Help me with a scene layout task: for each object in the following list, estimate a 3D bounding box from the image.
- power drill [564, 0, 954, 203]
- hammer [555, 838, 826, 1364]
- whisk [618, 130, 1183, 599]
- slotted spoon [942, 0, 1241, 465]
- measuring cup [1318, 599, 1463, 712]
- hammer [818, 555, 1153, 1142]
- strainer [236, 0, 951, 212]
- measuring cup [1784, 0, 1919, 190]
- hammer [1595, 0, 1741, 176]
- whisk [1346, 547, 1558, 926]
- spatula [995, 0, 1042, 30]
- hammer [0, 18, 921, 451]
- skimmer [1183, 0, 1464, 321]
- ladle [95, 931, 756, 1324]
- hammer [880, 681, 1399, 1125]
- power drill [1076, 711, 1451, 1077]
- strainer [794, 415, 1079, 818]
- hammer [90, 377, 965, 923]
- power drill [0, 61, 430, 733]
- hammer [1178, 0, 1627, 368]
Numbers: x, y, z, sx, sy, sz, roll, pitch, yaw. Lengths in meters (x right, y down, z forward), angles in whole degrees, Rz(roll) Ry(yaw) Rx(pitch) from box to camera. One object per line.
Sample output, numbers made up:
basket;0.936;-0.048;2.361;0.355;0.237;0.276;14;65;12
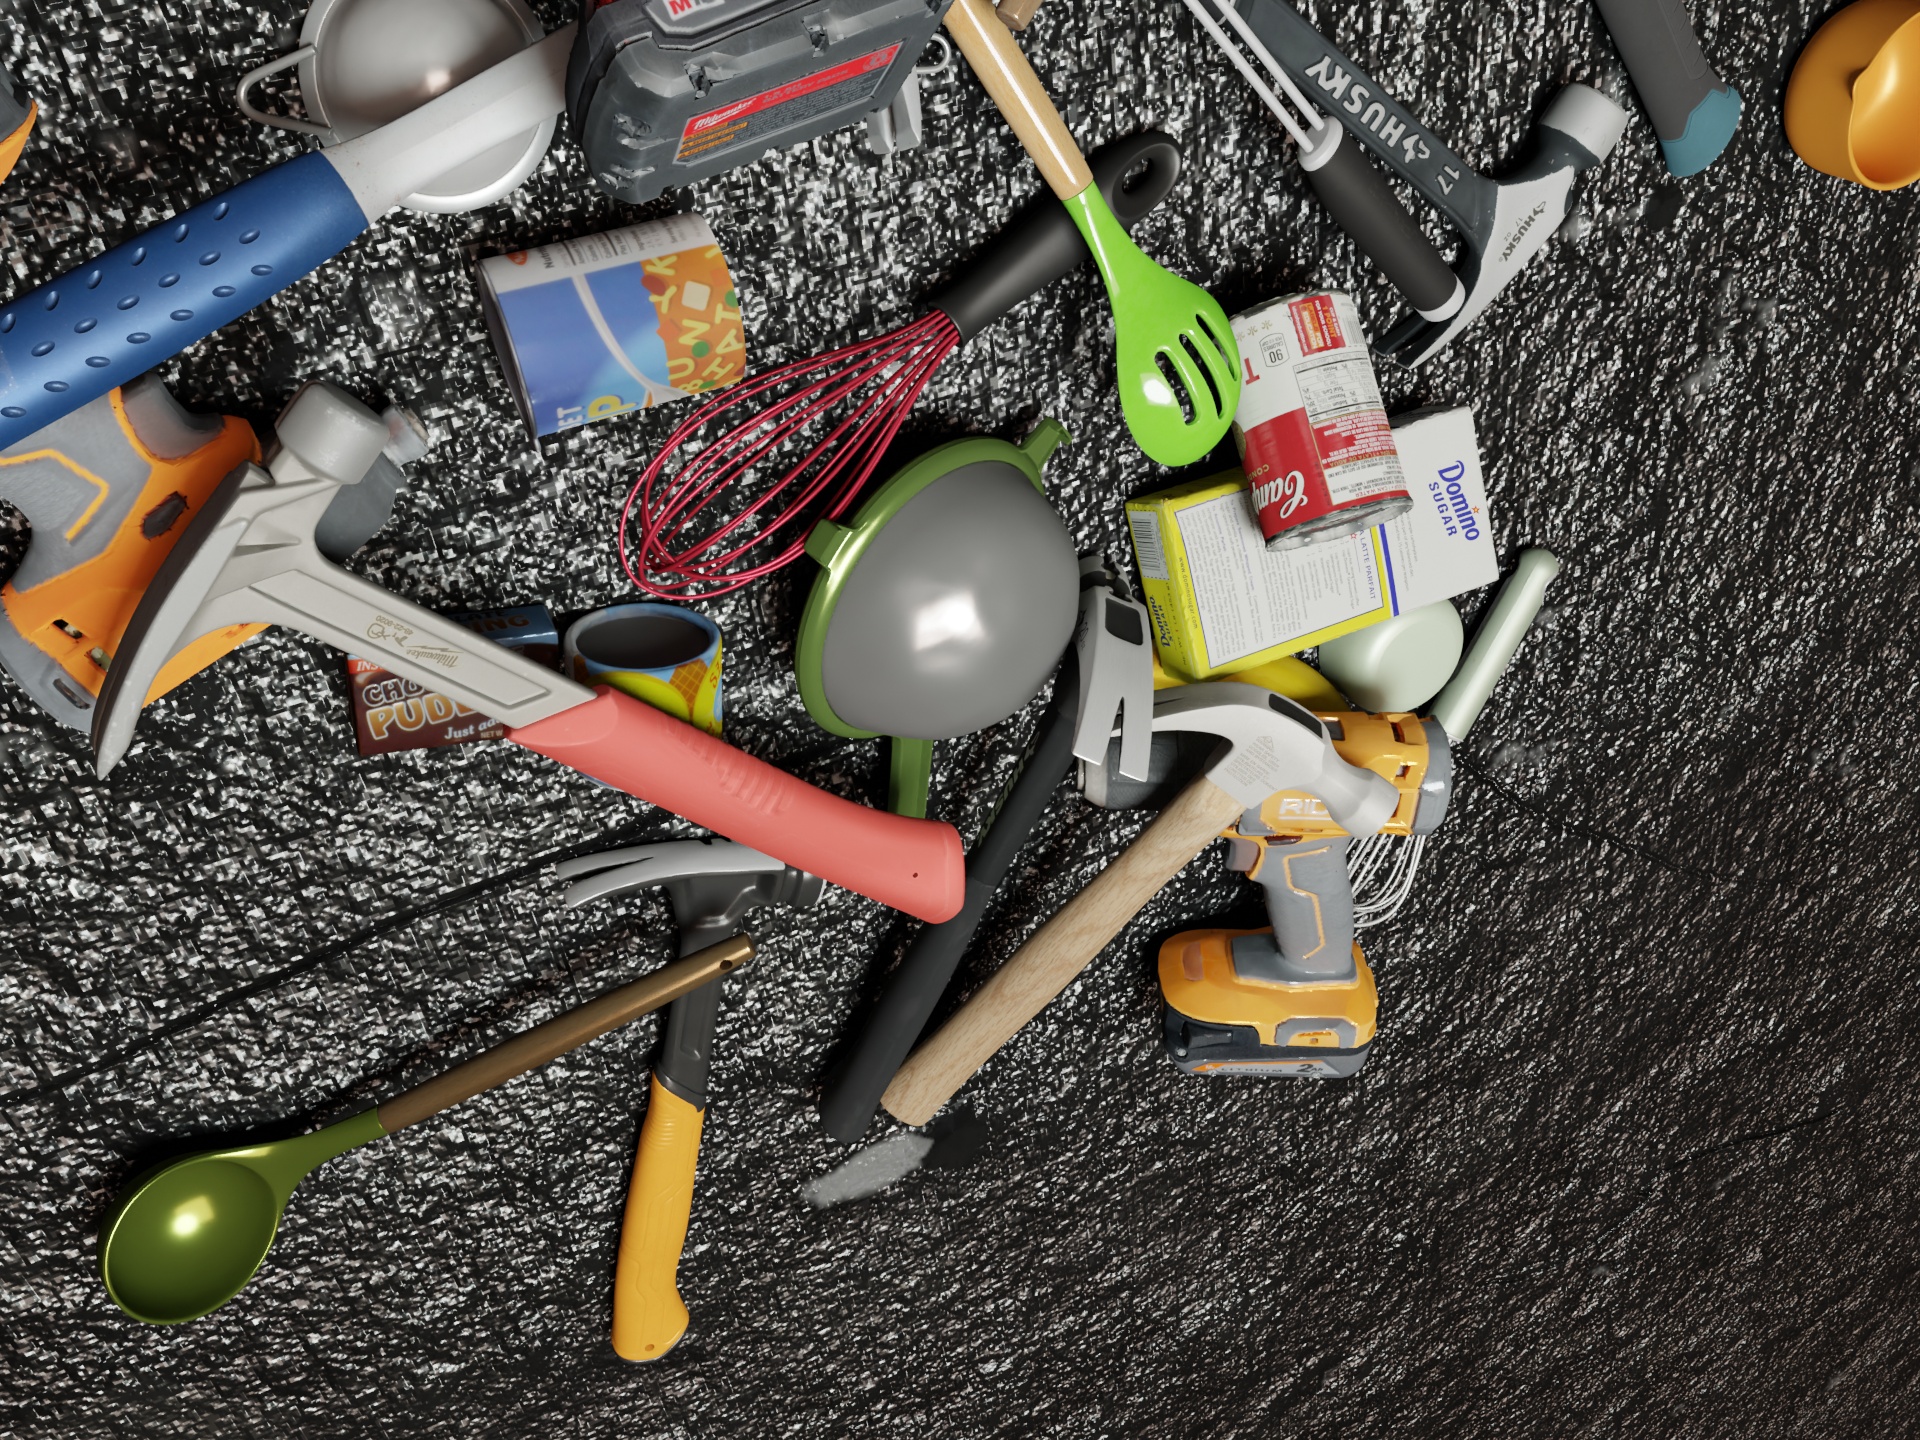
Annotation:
power drill;-0.120;-0.273;0.456;0.188;0.080;0.226;-28;94;-19
hammer;-0.156;0.208;0.823;0.127;0.034;0.336;-2;120;-27
whisk;-0.021;-0.151;0.657;0.296;0.073;0.073;-40;129;-8
slotted spoon;0.031;-0.228;0.620;0.070;0.031;0.313;-48;119;-18
measuring cup;0.204;-0.053;0.838;0.167;0.038;0.083;23;107;-37
hammer;0.005;0.088;0.784;0.035;0.146;0.334;21;118;-13
strainer;-0.119;-0.233;0.567;0.258;0.050;0.086;-14;110;-23
measuring cup;0.466;-0.353;0.779;0.095;0.052;0.173;-1;118;-26
hammer;0.268;-0.365;0.682;0.128;0.033;0.330;-47;128;5
whisk;0.273;0.012;0.914;0.246;0.059;0.058;-64;161;14
spatula;0.098;-0.388;0.565;0.059;0.018;0.316;28;94;-37
hammer;-0.180;-0.166;0.498;0.405;0.035;0.144;-39;117;-20
skimmer;0.123;-0.246;0.584;0.362;0.090;0.127;30;91;-43
ladle;-0.238;0.178;0.723;0.320;0.062;0.078;-26;126;-1
hammer;0.060;0.105;0.813;0.130;0.031;0.331;36;119;-10
power drill;0.151;0.090;0.855;0.185;0.084;0.226;1;127;1
strainer;-0.001;-0.002;0.725;0.151;0.069;0.256;-31;143;-36
hammer;-0.133;0.018;0.626;0.358;0.037;0.149;30;99;-40
power drill;-0.295;-0.117;0.525;0.164;0.084;0.226;-35;132;-7
hammer;0.117;-0.287;0.654;0.408;0.036;0.149;22;109;-34
